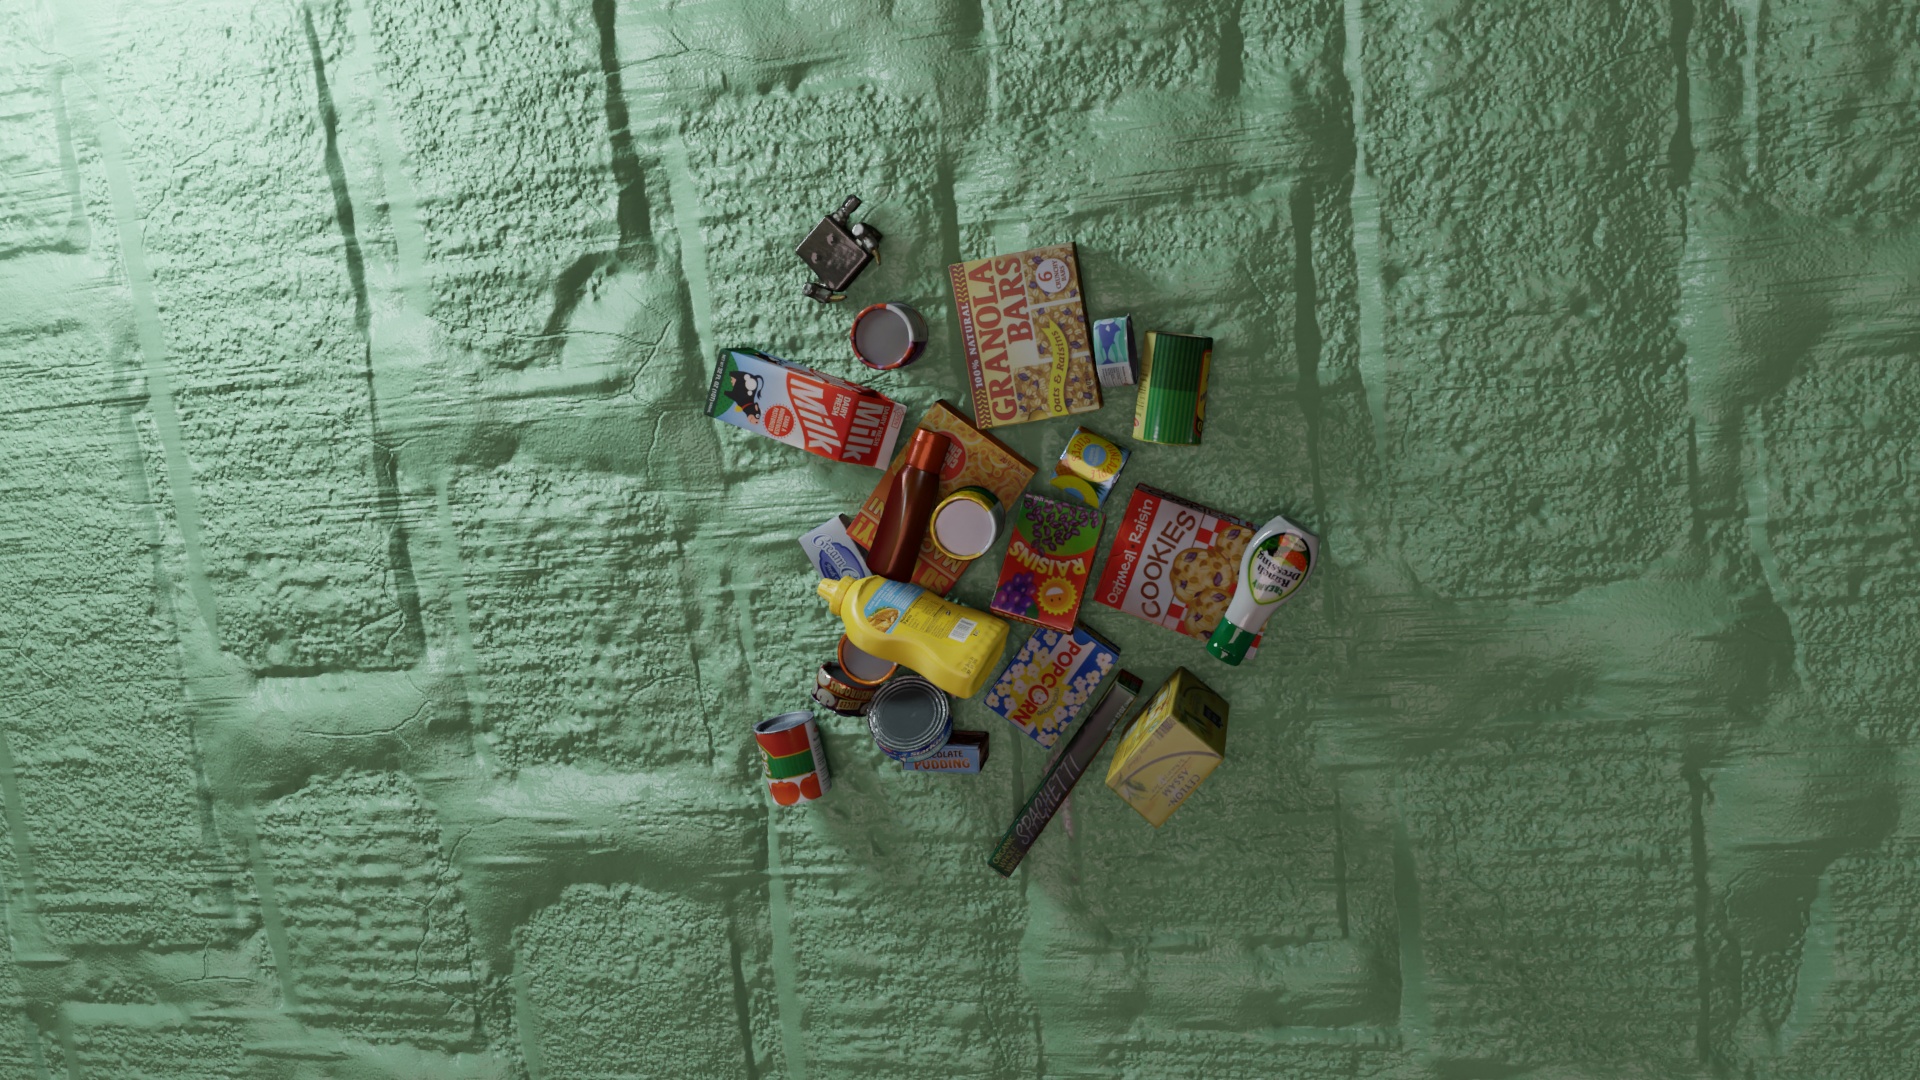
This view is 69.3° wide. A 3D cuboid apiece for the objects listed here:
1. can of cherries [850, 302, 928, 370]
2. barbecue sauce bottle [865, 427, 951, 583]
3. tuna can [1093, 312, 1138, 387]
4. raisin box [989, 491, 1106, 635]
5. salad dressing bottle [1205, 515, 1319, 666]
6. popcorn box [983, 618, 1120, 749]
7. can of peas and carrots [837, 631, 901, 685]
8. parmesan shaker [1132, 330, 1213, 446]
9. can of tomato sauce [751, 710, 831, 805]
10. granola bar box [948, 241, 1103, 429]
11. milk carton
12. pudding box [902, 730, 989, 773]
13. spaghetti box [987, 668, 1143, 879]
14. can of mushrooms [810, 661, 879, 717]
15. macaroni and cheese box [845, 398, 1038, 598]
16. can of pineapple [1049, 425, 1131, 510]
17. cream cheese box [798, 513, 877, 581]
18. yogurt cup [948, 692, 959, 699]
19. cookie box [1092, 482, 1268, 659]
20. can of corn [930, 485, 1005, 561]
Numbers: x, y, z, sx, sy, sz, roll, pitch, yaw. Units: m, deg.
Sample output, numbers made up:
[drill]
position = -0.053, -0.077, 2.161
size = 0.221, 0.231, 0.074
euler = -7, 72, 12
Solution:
[can of cherries]
position = -0.072, -0.201, 1.379
size = 0.071, 0.058, 0.071
euler = 2, 101, 11
[barbecue sauce bottle]
position = -0.049, -0.036, 1.363
size = 0.044, 0.065, 0.148
euler = 16, 97, -24
[tuna can]
position = 0.149, -0.183, 1.333
size = 0.033, 0.071, 0.071
euler = -6, 99, 14
[raisin box]
position = 0.087, 0.023, 1.376
size = 0.086, 0.040, 0.123
euler = 16, 80, 8
[salad dressing bottle]
position = 0.284, 0.049, 1.317
size = 0.064, 0.044, 0.147
euler = 28, 105, 3
[popcorn box]
position = 0.093, 0.138, 1.419
size = 0.085, 0.038, 0.126
euler = 36, 106, 5
[can of peas and carrots]
position = -0.091, 0.113, 1.442
size = 0.071, 0.059, 0.070
euler = 2, 101, 12
[parmesan shaker]
position = 0.203, -0.146, 1.325
size = 0.071, 0.071, 0.102
euler = 8, 102, 11
[can of tomato sauce]
position = -0.180, 0.232, 1.479
size = 0.071, 0.071, 0.083
euler = -11, 99, 14
[granola bar box]
position = 0.065, -0.200, 1.361
size = 0.124, 0.039, 0.165
euler = -9, 98, 14
[milk carton]
position = -0.152, -0.133, 1.399
size = 0.191, 0.073, 0.072
euler = 20, 102, 9
[pudding box]
position = -0.015, 0.220, 1.451
size = 0.084, 0.050, 0.030
euler = 0, 102, 12
[spaghetti box]
position = 0.106, 0.241, 1.429
size = 0.029, 0.050, 0.249
euler = 34, 105, 6
[can of mushrooms]
position = -0.120, 0.156, 1.450
size = 0.071, 0.071, 0.033
euler = 23, 103, 7
[macaroni and cheese box]
position = -0.019, -0.040, 1.408
size = 0.124, 0.040, 0.166
euler = 36, 105, 3
[can of pineapple]
position = 0.127, -0.072, 1.356
size = 0.058, 0.071, 0.070
euler = 28, 105, 6
[cream cheese box]
position = -0.120, 0.028, 1.450
size = 0.053, 0.024, 0.103
euler = -30, 93, 14
[yogurt cup]
position = -0.004, 0.121, 1.424
size = 0.054, 0.072, 0.072
euler = 37, 106, 11
[cookie box]
position = 0.231, 0.029, 1.368
size = 0.167, 0.040, 0.122
euler = 21, 104, 7
[can of corn]
position = 0.005, -0.017, 1.355
size = 0.071, 0.058, 0.071
euler = 2, 101, 10
